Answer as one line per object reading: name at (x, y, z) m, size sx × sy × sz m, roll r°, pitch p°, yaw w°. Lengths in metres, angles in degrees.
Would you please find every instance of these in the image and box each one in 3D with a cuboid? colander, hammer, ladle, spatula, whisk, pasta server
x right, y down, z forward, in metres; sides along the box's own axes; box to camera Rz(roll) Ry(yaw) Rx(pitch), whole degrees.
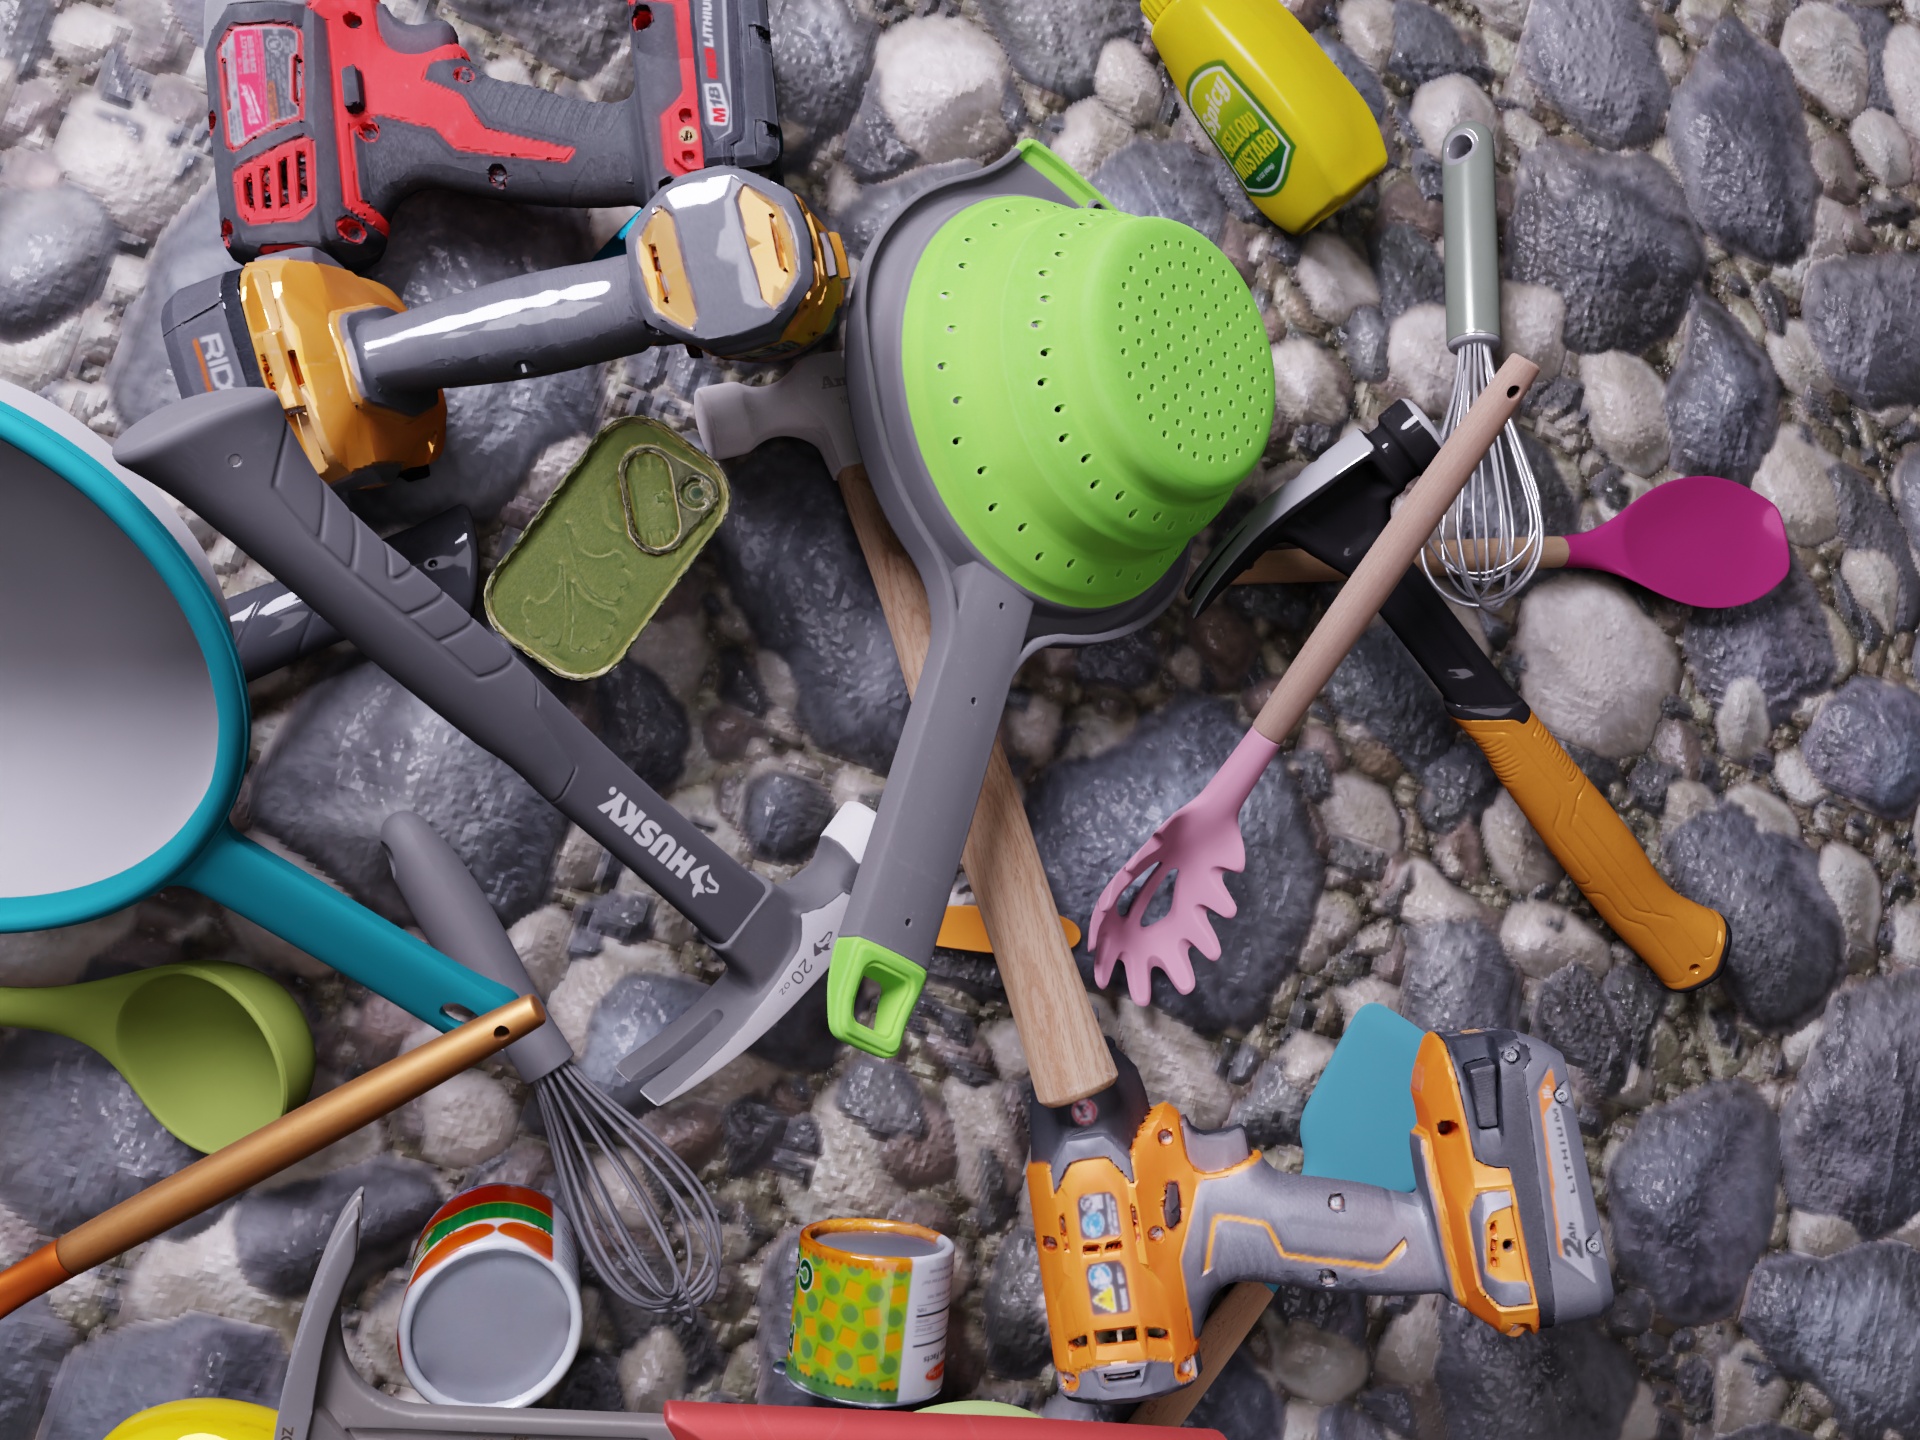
colander at (0.039, -0.064, 0.614) m, size 0.204 × 0.094 × 0.397 m, roll 32°, pitch 63°, yaw -33°
hammer at (-0.152, 0.012, 0.562) m, size 0.146 × 0.035 × 0.334 m, roll -53°, pitch 132°, yaw -14°
ladle at (-0.392, 0.102, 0.551) m, size 0.320 × 0.062 × 0.078 m, roll 12°, pitch 114°, yaw -25°
hammer at (-0.376, 0.007, 0.599) m, size 0.409 × 0.036 × 0.149 m, roll -25°, pitch 93°, yaw -15°
hammer at (-0.061, 0.263, 0.589) m, size 0.359 × 0.037 × 0.149 m, roll 10°, pitch 94°, yaw -18°
hammer at (-0.001, -0.002, 0.673) m, size 0.130 × 0.031 × 0.331 m, roll -17°, pitch 83°, yaw -19°
spatula at (0.119, 0.273, 0.713) m, size 0.082 × 0.044 × 0.317 m, roll 39°, pitch 80°, yaw 7°
spatula at (-0.297, 0.177, 0.576) m, size 0.322 × 0.041 × 0.081 m, roll -28°, pitch 103°, yaw -4°
whisk at (0.245, -0.171, 0.755) m, size 0.059 × 0.058 × 0.246 m, roll 14°, pitch 73°, yaw -47°
pasta server at (0.148, -0.013, 0.675) m, size 0.060 × 0.040 × 0.316 m, roll 26°, pitch 108°, yaw -17°
whisk at (-0.167, 0.140, 0.643) m, size 0.055 × 0.055 × 0.239 m, roll -32°, pitch 92°, yaw -14°
hammer at (0.249, 0.015, 0.734) m, size 0.127 × 0.034 × 0.336 m, roll -38°, pitch 110°, yaw 17°

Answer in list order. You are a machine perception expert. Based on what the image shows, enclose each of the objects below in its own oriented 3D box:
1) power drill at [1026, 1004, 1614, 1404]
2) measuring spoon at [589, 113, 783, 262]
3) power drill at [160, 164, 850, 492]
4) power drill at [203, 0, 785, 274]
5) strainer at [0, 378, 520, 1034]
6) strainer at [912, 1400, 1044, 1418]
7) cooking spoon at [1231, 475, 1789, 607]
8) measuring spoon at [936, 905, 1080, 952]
power drill at (0.140, 0.190, 0.676) m, size 0.226 × 0.084 × 0.164 m, roll -10°, pitch 80°, yaw 6°
measuring spoon at (-0.123, -0.220, 0.679) m, size 0.042 × 0.021 × 0.128 m, roll 41°, pitch 79°, yaw -10°
power drill at (-0.153, -0.149, 0.608) m, size 0.226 × 0.185 × 0.084 m, roll -13°, pitch 100°, yaw 5°
power drill at (-0.184, -0.255, 0.628) m, size 0.219 × 0.078 × 0.143 m, roll -6°, pitch 90°, yaw -4°
strainer at (-0.289, -0.001, 0.555) m, size 0.211 × 0.095 × 0.340 m, roll -40°, pitch 118°, yaw 21°
strainer at (-0.058, 0.334, 0.649) m, size 0.256 × 0.069 × 0.151 m, roll 21°, pitch 81°, yaw -13°
cooking spoon at (0.271, -0.082, 0.779) m, size 0.318 × 0.017 × 0.069 m, roll -4°, pitch 82°, yaw -15°
measuring spoon at (-0.002, 0.092, 0.707) m, size 0.117 × 0.011 × 0.021 m, roll 6°, pitch 82°, yaw -18°
